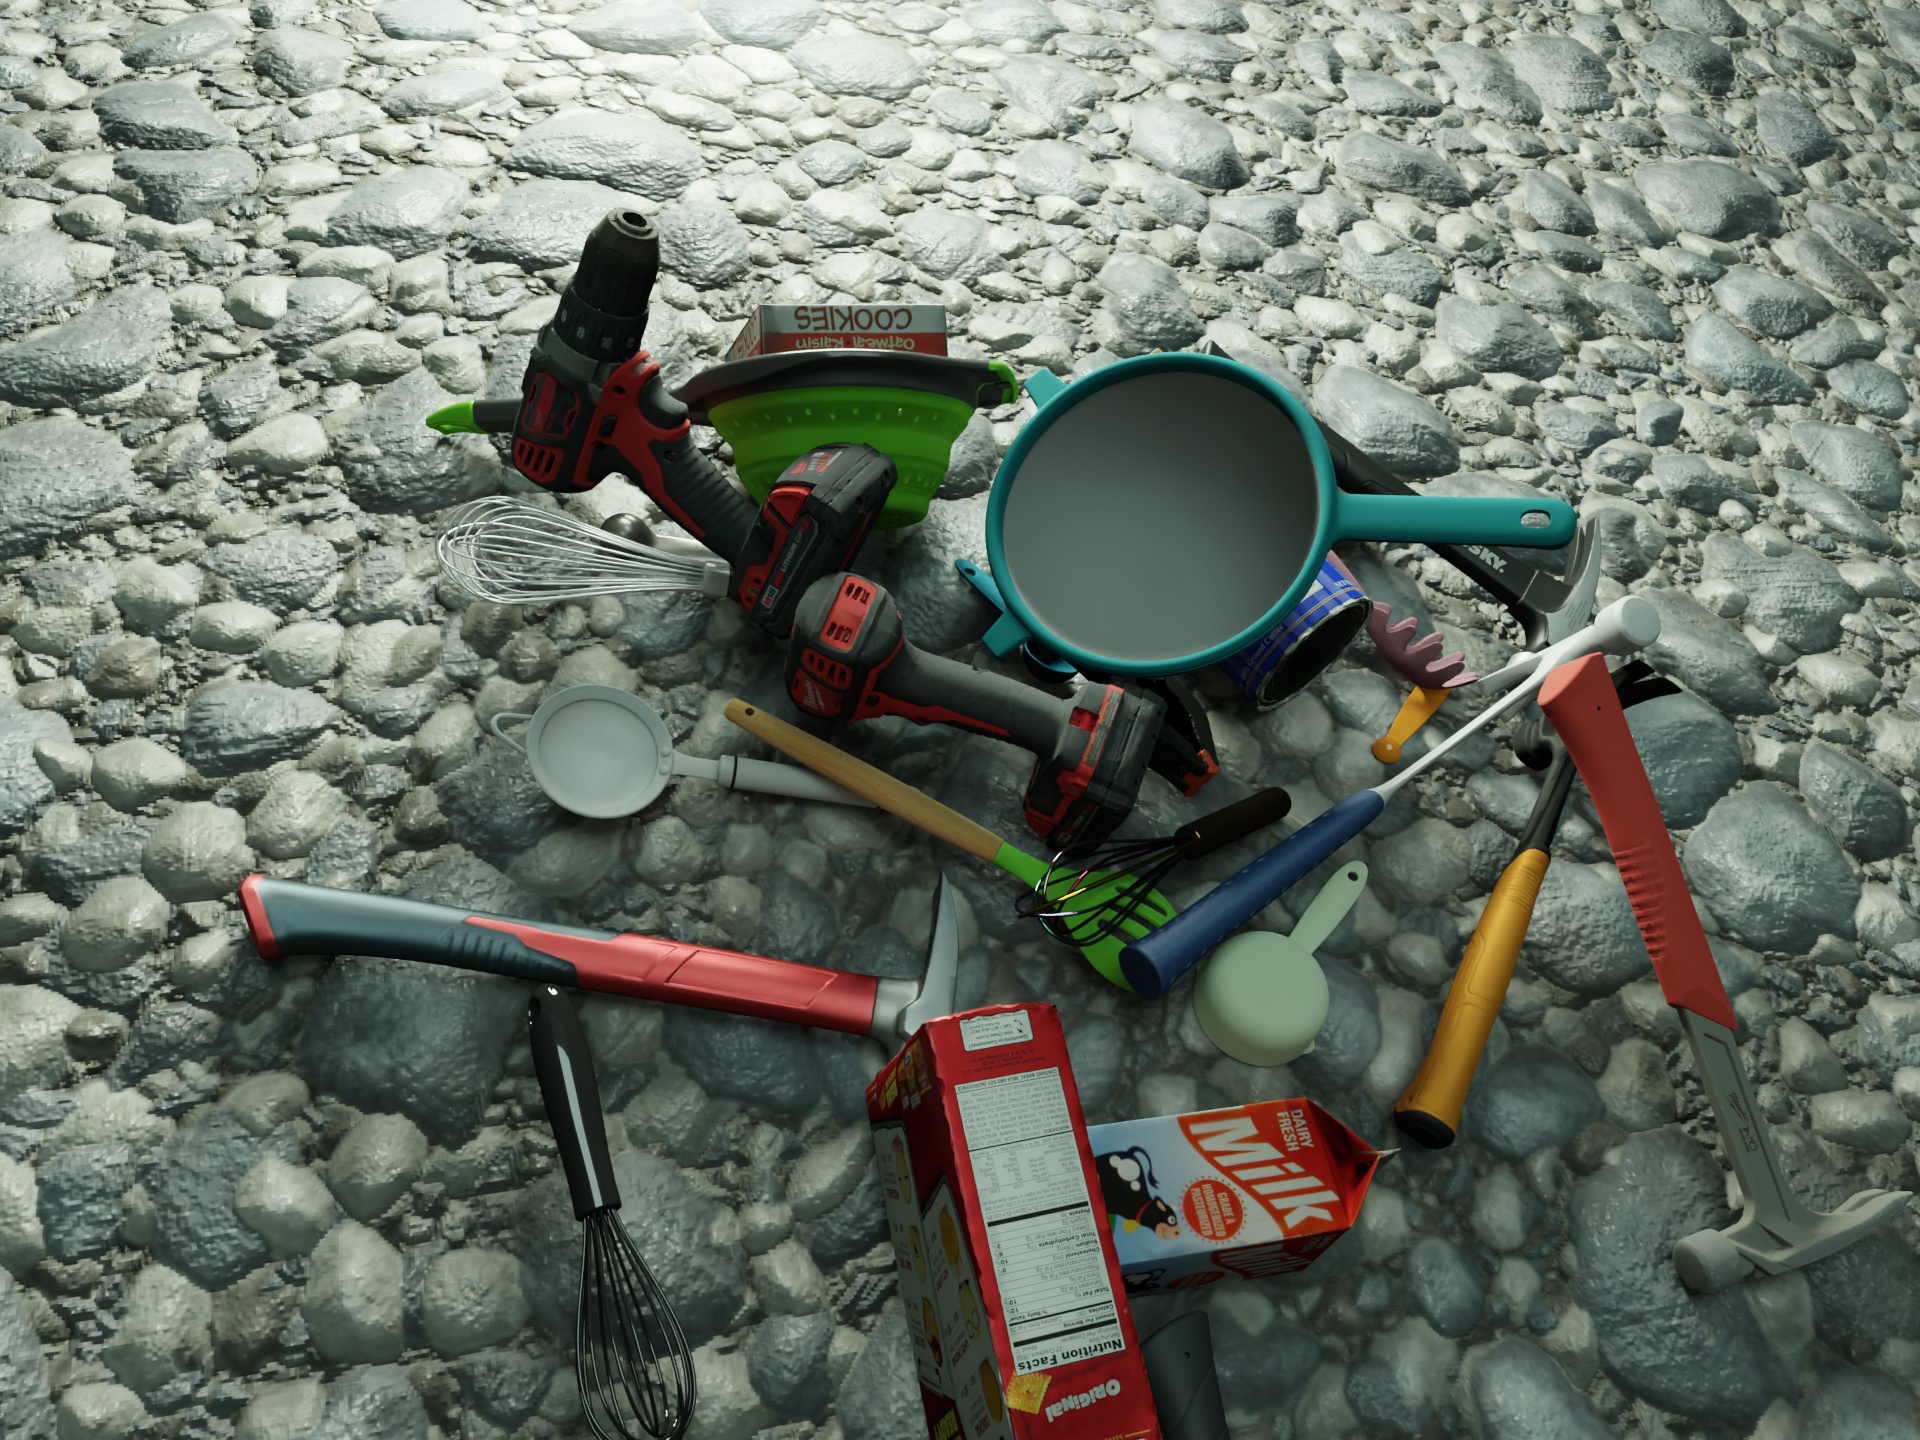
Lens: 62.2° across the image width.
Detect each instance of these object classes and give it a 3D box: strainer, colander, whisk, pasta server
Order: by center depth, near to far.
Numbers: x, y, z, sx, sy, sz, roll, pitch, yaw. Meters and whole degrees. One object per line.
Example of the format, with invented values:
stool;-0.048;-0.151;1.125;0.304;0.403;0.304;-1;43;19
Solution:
whisk;-0.177;0.239;0.776;0.055;0.055;0.239;-12;64;-19
whisk;0.124;0.079;0.936;0.245;0.047;0.051;-18;53;-43
strainer;-0.148;0.031;0.948;0.258;0.050;0.087;9;60;-13
strainer;0.188;-0.109;0.963;0.340;0.095;0.211;4;73;18
whisk;-0.190;-0.094;1.023;0.284;0.070;0.070;6;54;-14
colander;-0.159;-0.173;1.056;0.397;0.204;0.094;-2;89;5
pasta server;0.238;-0.139;1.097;0.316;0.040;0.060;51;20;4

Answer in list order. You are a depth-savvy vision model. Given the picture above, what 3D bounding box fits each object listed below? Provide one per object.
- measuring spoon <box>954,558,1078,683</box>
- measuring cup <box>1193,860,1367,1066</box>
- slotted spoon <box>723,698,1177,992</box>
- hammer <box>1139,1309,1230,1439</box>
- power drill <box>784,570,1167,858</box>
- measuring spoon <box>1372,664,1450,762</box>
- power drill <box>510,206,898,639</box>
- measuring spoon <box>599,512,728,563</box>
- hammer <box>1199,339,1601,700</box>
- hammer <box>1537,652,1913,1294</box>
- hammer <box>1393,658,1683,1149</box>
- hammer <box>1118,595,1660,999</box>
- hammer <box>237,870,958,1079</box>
measuring spoon;0.033;-0.065;1.072;0.042;0.021;0.129;-10;46;-42
measuring cup;0.205;0.132;0.951;0.083;0.038;0.167;37;58;14
slotted spoon;-0.002;0.067;0.941;0.314;0.031;0.070;29;55;2
hammer;0.143;0.472;0.701;0.149;0.036;0.409;-1;55;-14
power drill;-0.002;-0.003;0.949;0.219;0.143;0.079;23;66;-2
measuring spoon;0.316;-0.010;1.093;0.021;0.011;0.117;36;56;14
power drill;-0.154;-0.175;0.945;0.226;0.187;0.080;34;40;1
measuring spoon;-0.179;-0.118;1.059;0.124;0.018;0.034;11;53;-5
hammer;0.306;-0.165;1.132;0.335;0.035;0.146;35;69;0
hammer;0.424;0.132;0.920;0.149;0.036;0.359;-15;82;-18
hammer;0.339;0.107;0.961;0.034;0.127;0.337;35;60;-4
hammer;0.255;0.047;0.971;0.405;0.144;0.035;-31;84;-24
hammer;-0.193;0.119;0.877;0.386;0.038;0.143;11;52;-5
